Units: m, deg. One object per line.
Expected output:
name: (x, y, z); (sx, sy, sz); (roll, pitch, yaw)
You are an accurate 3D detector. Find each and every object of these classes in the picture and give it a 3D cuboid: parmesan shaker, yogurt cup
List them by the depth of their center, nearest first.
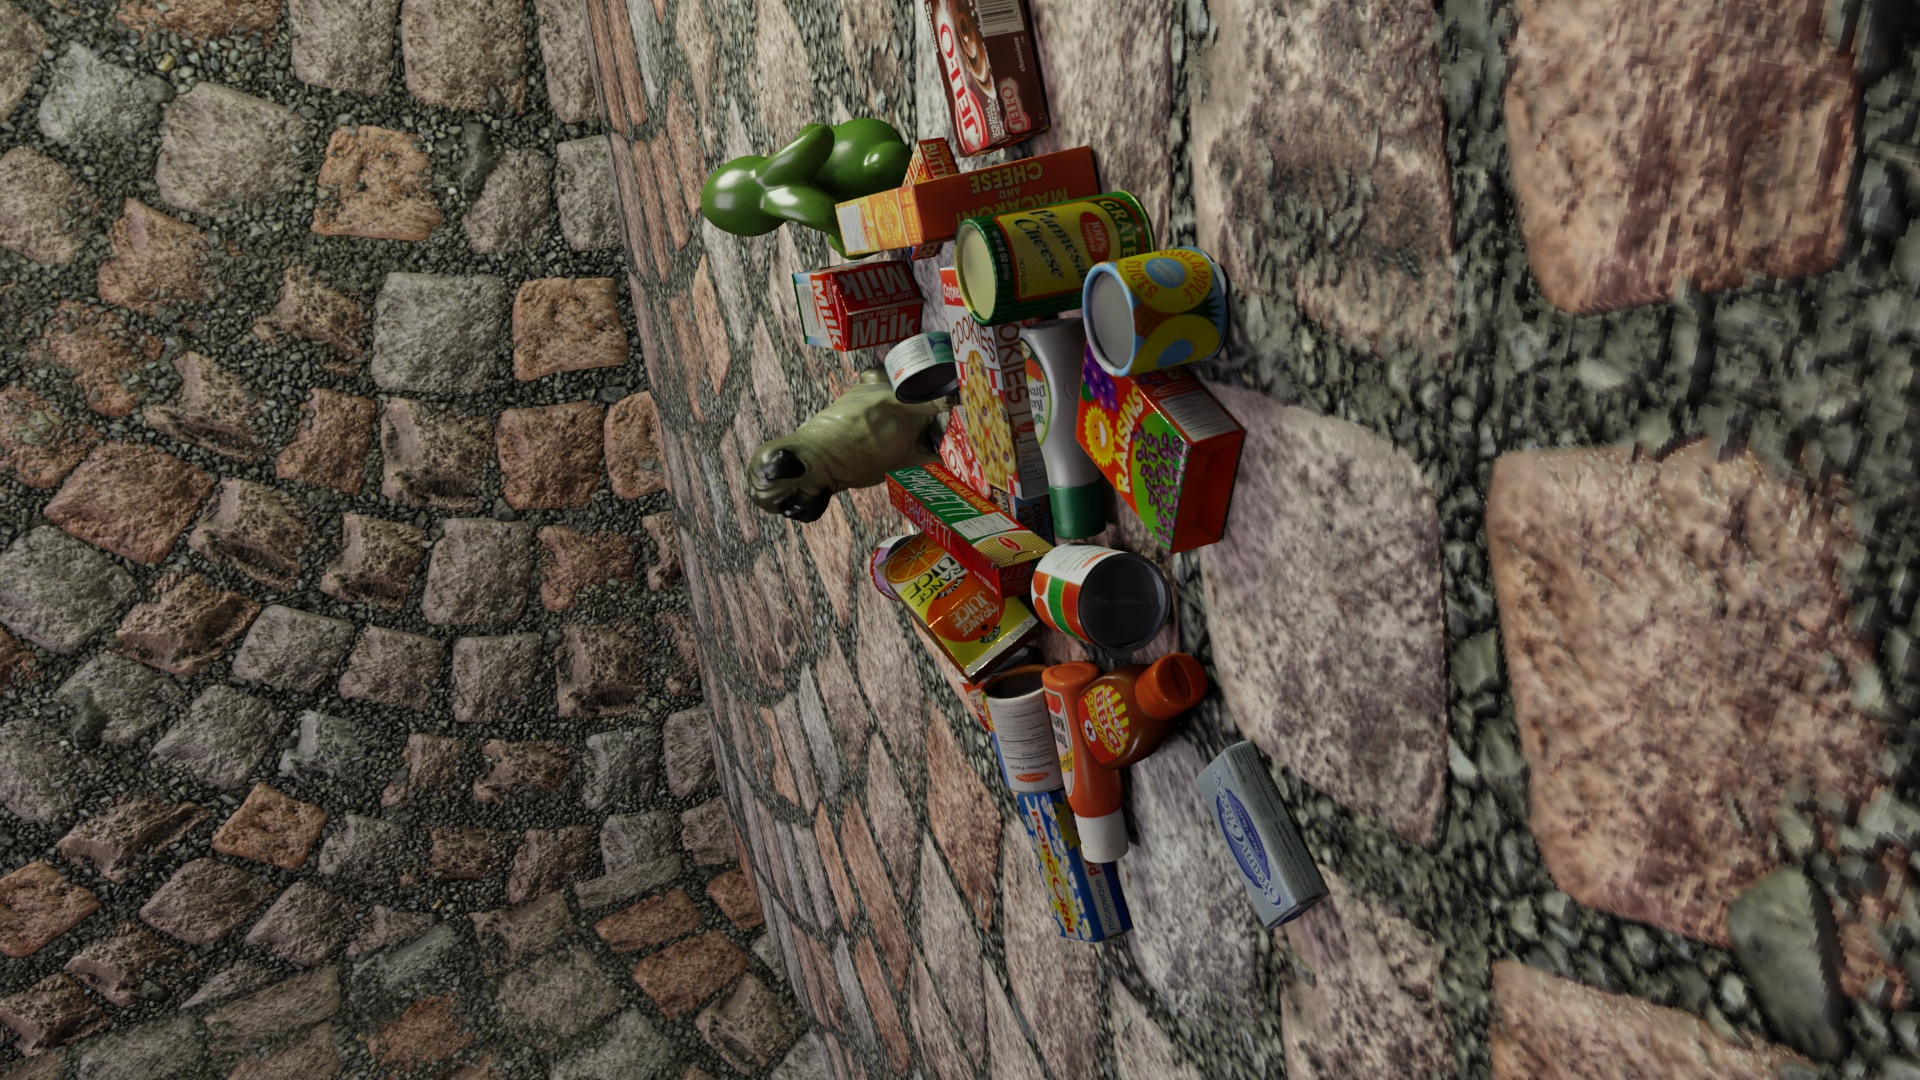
parmesan shaker: (0.056, -0.166, 0.834); (0.071, 0.103, 0.071); (167, 89, -71)
yogurt cup: (0.037, 0.127, 1.175); (0.072, 0.072, 0.054); (8, 120, 70)

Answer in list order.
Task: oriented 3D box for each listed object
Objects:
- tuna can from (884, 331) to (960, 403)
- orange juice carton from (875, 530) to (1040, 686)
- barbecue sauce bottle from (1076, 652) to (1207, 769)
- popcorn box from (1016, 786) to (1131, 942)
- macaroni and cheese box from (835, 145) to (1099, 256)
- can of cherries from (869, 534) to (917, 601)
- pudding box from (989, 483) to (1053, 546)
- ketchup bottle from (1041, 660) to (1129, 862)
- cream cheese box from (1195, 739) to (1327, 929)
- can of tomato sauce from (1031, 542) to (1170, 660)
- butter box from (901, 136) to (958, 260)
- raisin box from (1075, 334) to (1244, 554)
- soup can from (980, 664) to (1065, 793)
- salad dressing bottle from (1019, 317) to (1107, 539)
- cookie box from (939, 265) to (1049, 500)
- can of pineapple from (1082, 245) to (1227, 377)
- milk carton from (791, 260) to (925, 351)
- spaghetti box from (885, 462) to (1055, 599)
tuna can: (-0.026, -0.144, 1.159); (0.070, 0.071, 0.033); (118, 135, -64)
orange juice carton: (0.001, 0.056, 1.165); (0.073, 0.072, 0.193); (55, 174, -26)
barbecue sauce bottle: (0.123, 0.112, 0.943); (0.148, 0.044, 0.065); (125, 129, -66)
popcorn box: (0.093, 0.266, 1.155); (0.085, 0.038, 0.127); (141, 113, -71)
macaroni and cheese box: (0.001, -0.223, 0.923); (0.166, 0.124, 0.040); (-157, 52, -67)
can of cherries: (-0.050, 0.030, 1.349); (0.058, 0.072, 0.071); (175, 81, -71)
pudding box: (0.050, -0.007, 1.089); (0.050, 0.030, 0.083); (-147, 46, -63)
ketchup bottle: (0.098, 0.169, 1.057); (0.065, 0.043, 0.148); (-150, 47, -77)
cream cheese box: (0.182, 0.179, 0.849); (0.053, 0.024, 0.104); (108, 144, -59)
can of tomato sauce: (0.093, 0.039, 0.939); (0.083, 0.071, 0.071); (-166, 63, -70)
butter box: (-0.027, -0.275, 1.121); (0.103, 0.024, 0.053); (127, 127, -67)
raisin box: (0.117, -0.064, 0.837); (0.085, 0.040, 0.124); (92, 155, -42)
soup can: (0.058, 0.149, 1.115); (0.071, 0.071, 0.083); (27, 135, 66)
salad dressing bottle: (0.073, -0.075, 0.948); (0.064, 0.044, 0.147); (-138, 37, -72)
cookie box: (0.031, -0.123, 1.027); (0.123, 0.040, 0.167); (-146, 44, -72)
can of pineapple: (0.108, -0.130, 0.780); (0.071, 0.058, 0.071); (167, 89, -71)
milk carton: (-0.095, -0.219, 1.288); (0.191, 0.072, 0.073); (-152, 51, -67)
spaghetti box: (0.004, -0.014, 1.087); (0.250, 0.050, 0.028); (-140, 40, -61)
